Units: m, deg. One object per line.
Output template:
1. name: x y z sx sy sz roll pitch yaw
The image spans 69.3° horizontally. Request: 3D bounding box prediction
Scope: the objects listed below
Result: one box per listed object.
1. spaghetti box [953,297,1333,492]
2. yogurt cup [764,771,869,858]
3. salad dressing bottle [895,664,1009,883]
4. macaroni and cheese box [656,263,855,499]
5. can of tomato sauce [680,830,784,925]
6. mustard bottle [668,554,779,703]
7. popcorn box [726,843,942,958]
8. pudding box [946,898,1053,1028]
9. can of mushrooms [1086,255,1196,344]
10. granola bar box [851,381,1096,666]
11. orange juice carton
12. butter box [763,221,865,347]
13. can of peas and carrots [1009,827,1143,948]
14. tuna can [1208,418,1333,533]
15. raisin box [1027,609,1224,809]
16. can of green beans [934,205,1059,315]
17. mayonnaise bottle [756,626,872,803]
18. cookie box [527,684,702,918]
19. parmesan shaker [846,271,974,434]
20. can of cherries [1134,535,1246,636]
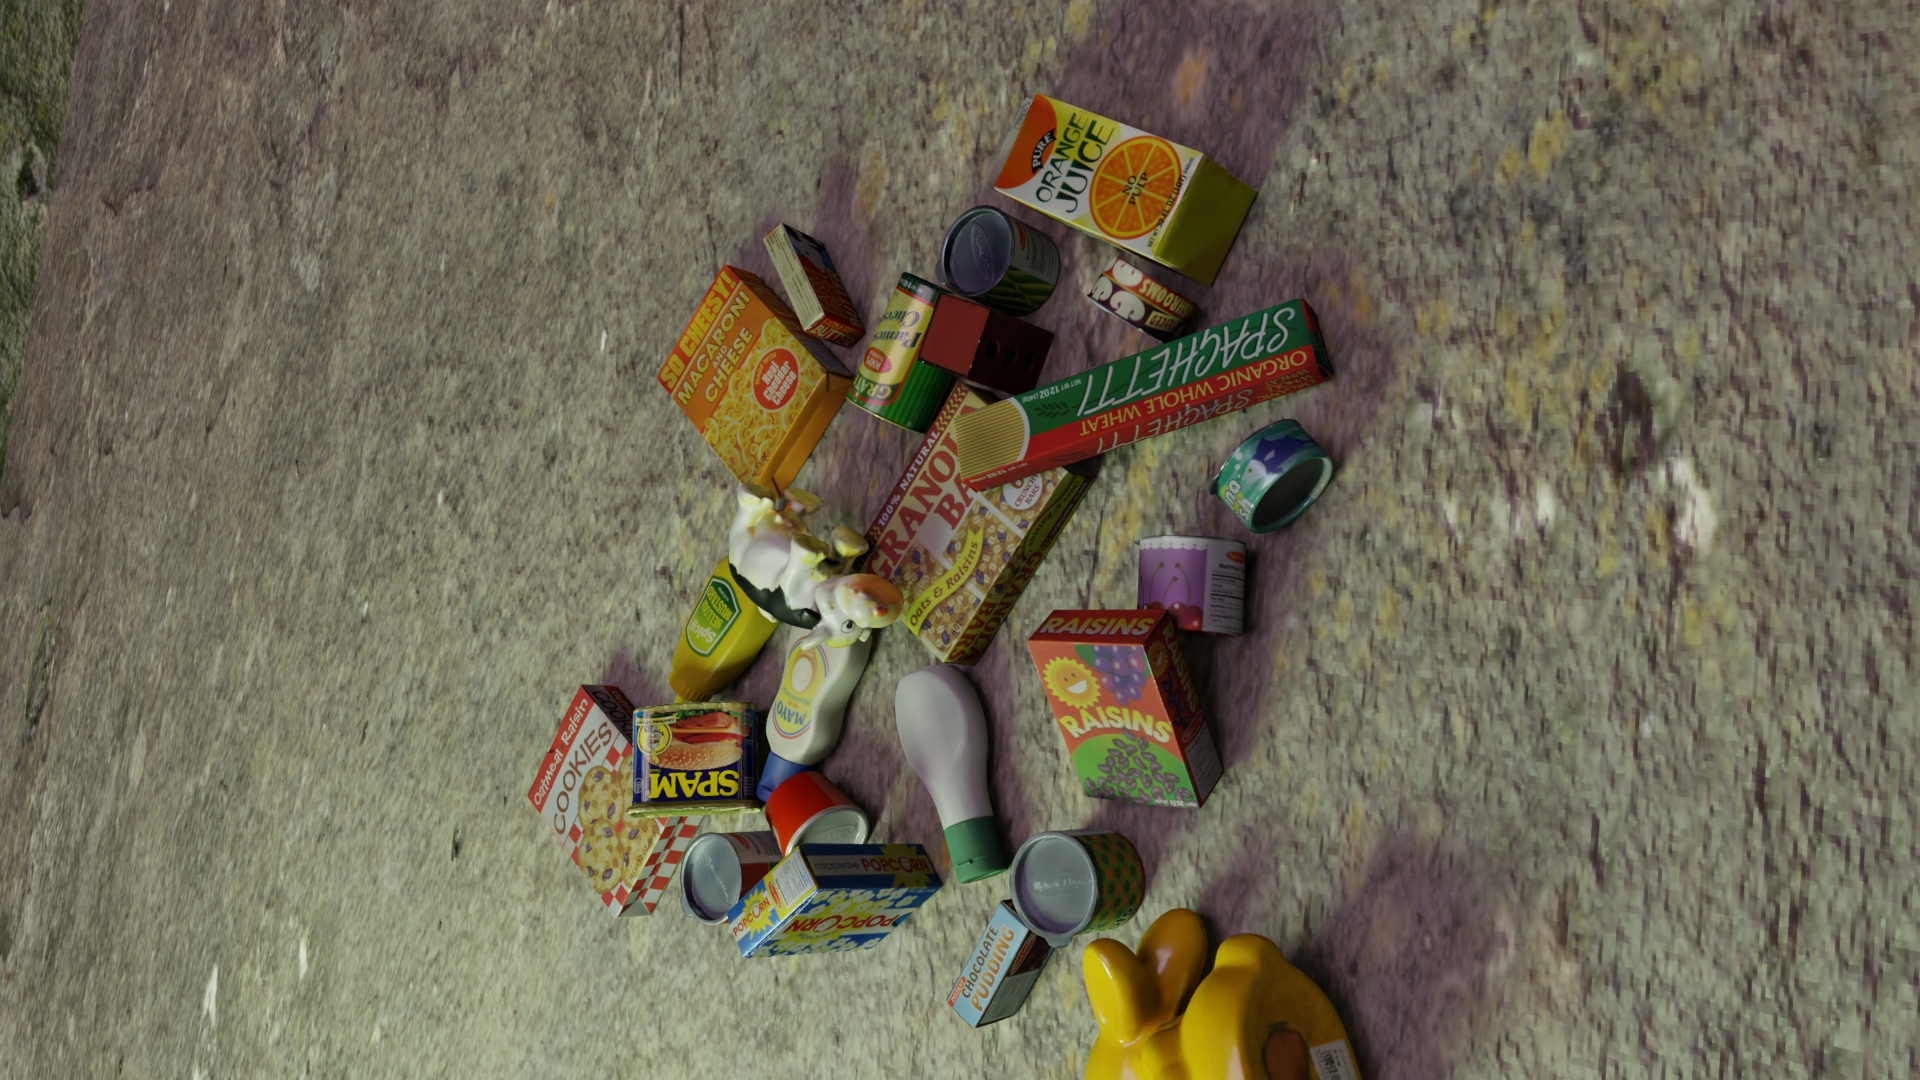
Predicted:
1. spaghetti box: 0.111 -0.091 0.900 0.249 0.028 0.050 -17 66 24
2. yogurt cup: -0.109 0.208 1.029 0.054 0.072 0.072 43 109 43
3. salad dressing bottle: -0.004 0.162 0.967 0.064 0.044 0.148 -28 67 29
4. macaroni and cheese box: -0.173 -0.133 1.154 0.167 0.040 0.123 47 111 33
5. can of tomato sauce: -0.158 0.254 1.046 0.071 0.083 0.071 -7 78 38
6. mustard bottle: -0.197 0.084 1.129 0.065 0.049 0.159 44 109 36
7. popcorn box: -0.086 0.249 0.963 0.085 0.127 0.038 -46 55 23
8. pudding box: 0.032 0.276 0.914 0.030 0.050 0.083 36 105 35
9. can of mushrooms: 0.120 -0.156 0.909 0.071 0.071 0.033 42 107 35
10. granola bar box: 0.004 -0.012 0.994 0.124 0.039 0.165 43 108 35
11. orange juice carton: 0.095 -0.244 0.942 0.193 0.073 0.071 34 104 37
12. butter box: -0.118 -0.204 1.115 0.024 0.053 0.104 -38 61 24
13. can of peas and carrots: 0.075 0.220 0.884 0.071 0.059 0.071 -7 79 38
14. tuna can: 0.187 -0.037 0.834 0.071 0.071 0.033 -51 56 20
15. raisin box: 0.102 0.102 0.854 0.086 0.040 0.123 -2 120 39
16. can of green beans: 0.028 -0.199 0.996 0.071 0.058 0.071 -7 78 37
17. mayonnaise bottle: -0.117 0.130 1.062 0.065 0.041 0.148 21 95 36
18. cookie box: -0.296 0.219 1.188 0.168 0.040 0.122 39 106 36
19. parmesan shaker: -0.036 -0.140 1.031 0.071 0.071 0.103 32 102 37
20. can of cherries: 0.141 0.029 0.862 0.071 0.071 0.058 -2 83 38
